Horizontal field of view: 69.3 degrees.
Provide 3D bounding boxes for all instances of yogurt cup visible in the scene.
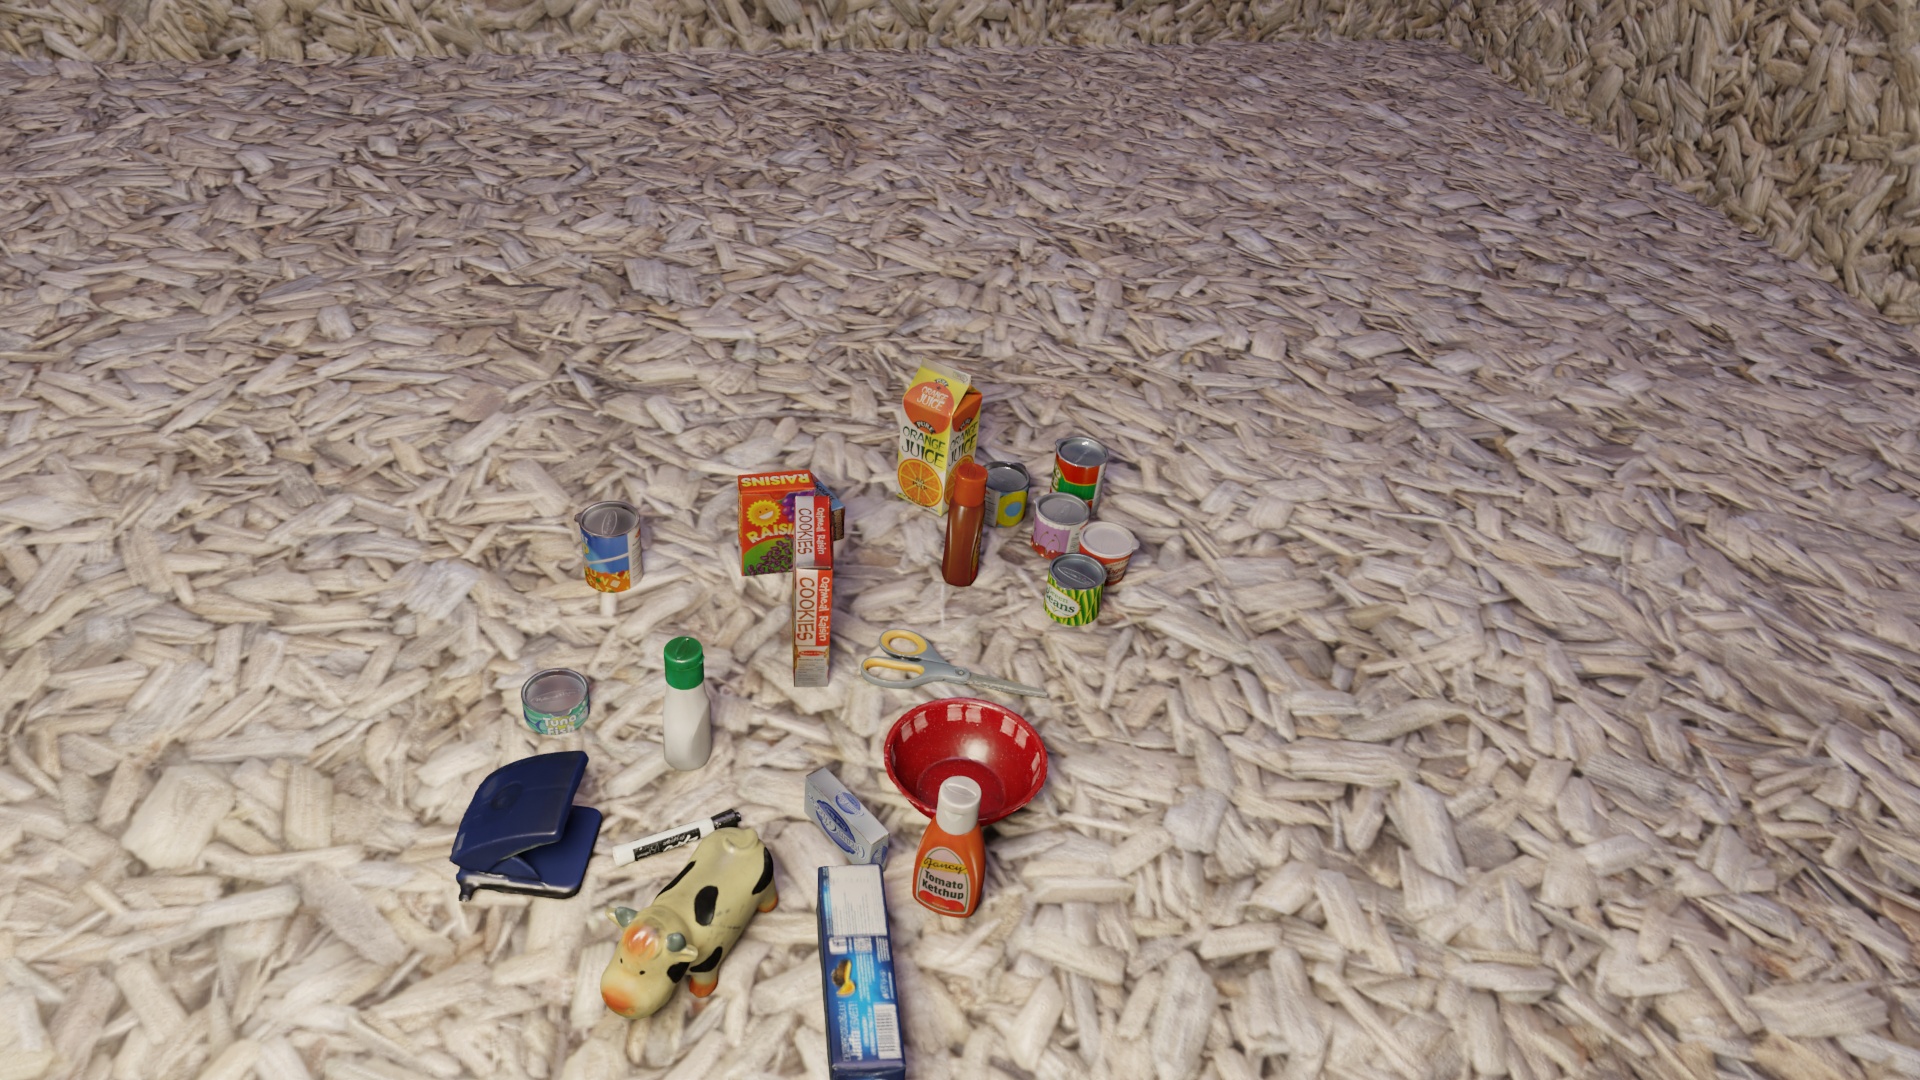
[{"bbox_3d":[0.172,0.018,1.664,0.072,0.053,0.073,4,38,-3],"label":"yogurt cup"}]

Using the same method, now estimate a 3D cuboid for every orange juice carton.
[{"bbox_3d":[-0.026,-0.133,1.714,0.072,0.191,0.073,25,41,22],"label":"orange juice carton"}]

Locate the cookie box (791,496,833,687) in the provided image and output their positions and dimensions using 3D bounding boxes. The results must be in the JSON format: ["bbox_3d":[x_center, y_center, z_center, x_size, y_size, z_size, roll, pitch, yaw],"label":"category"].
[{"bbox_3d":[-0.157,0.054,1.475,0.040,0.166,0.123,0,38,-8],"label":"cookie box"}]

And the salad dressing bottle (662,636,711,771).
[{"bbox_3d":[-0.265,0.158,1.342,0.044,0.146,0.064,11,38,6],"label":"salad dressing bottle"}]

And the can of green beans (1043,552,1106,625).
[{"bbox_3d":[0.131,0.057,1.604,0.071,0.057,0.071,4,38,-3],"label":"can of green beans"}]

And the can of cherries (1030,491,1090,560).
[{"bbox_3d":[0.119,-0.018,1.697,0.071,0.058,0.072,4,38,-3],"label":"can of cherries"}]

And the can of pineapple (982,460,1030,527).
[{"bbox_3d":[0.053,-0.058,1.739,0.071,0.057,0.071,4,38,-3],"label":"can of pineapple"}]

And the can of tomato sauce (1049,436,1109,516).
[{"bbox_3d":[0.147,-0.080,1.760,0.071,0.082,0.071,4,38,-3],"label":"can of tomato sauce"}]

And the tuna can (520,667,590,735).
[{"bbox_3d":[-0.408,0.165,1.405,0.071,0.032,0.071,4,38,-3],"label":"tuna can"}]

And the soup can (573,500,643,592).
[{"bbox_3d":[-0.396,0.007,1.566,0.071,0.083,0.072,4,38,-3],"label":"soup can"}]

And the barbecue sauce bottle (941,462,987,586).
[{"bbox_3d":[0.006,-0.020,1.610,0.044,0.147,0.065,8,38,1],"label":"barbecue sauce bottle"}]

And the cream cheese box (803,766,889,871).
[{"bbox_3d":[-0.108,0.265,1.306,0.024,0.053,0.104,-25,48,-34],"label":"cream cheese box"}]

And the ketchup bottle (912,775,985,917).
[{"bbox_3d":[-0.007,0.272,1.236,0.065,0.148,0.044,16,39,12],"label":"ketchup bottle"}]

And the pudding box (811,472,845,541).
[{"bbox_3d":[-0.173,-0.040,1.688,0.030,0.049,0.084,-19,45,-29],"label":"pudding box"}]

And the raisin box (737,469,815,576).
[{"bbox_3d":[-0.213,-0.019,1.596,0.086,0.122,0.040,-4,39,-14],"label":"raisin box"}]
